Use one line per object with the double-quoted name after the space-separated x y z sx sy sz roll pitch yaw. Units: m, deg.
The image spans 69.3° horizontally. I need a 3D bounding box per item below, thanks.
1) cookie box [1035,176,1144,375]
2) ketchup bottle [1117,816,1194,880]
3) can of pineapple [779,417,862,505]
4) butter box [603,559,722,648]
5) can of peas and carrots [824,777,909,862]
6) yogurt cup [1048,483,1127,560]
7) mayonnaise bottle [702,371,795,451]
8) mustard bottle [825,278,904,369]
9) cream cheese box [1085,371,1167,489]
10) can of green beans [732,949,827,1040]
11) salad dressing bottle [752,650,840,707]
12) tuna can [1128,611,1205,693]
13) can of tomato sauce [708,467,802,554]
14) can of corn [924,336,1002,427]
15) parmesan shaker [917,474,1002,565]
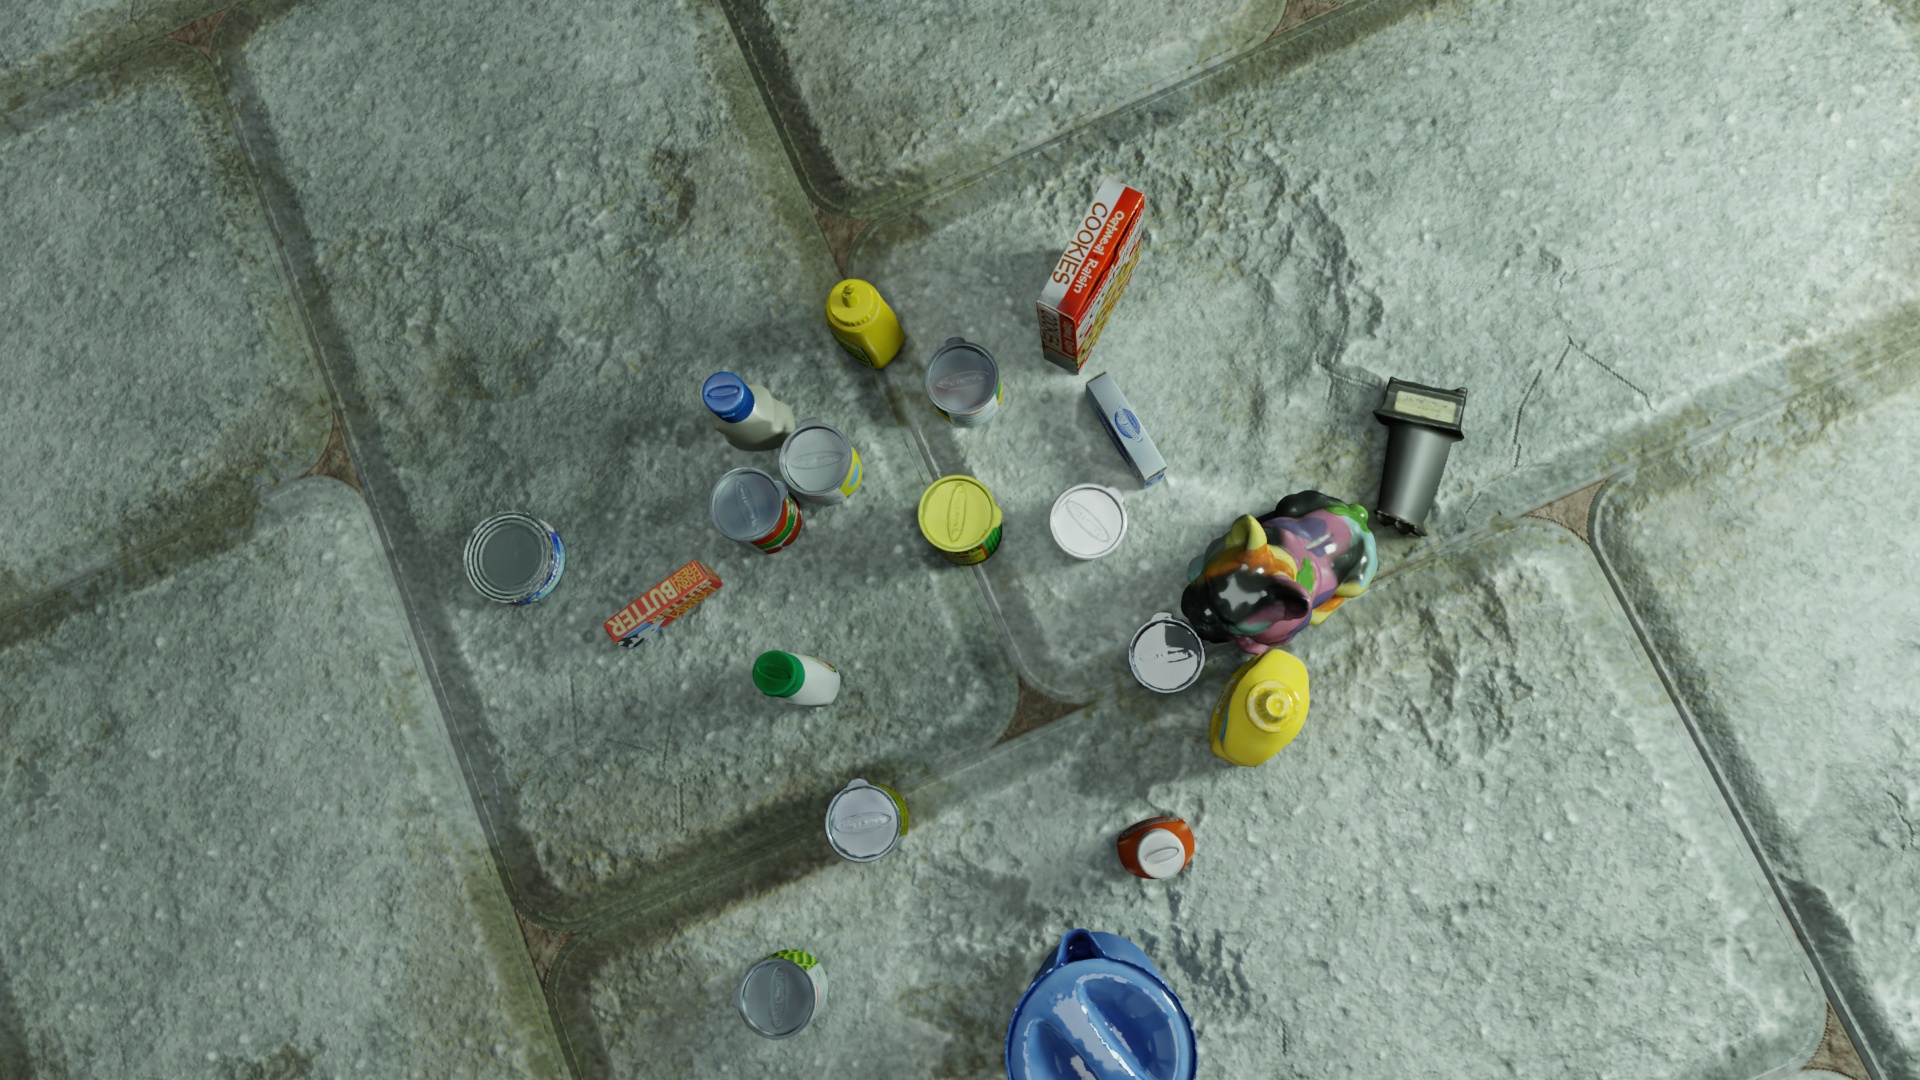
0.114 -0.224 1.204 0.040 0.167 0.123 27 85 9 "cookie box"
0.161 0.252 1.132 0.065 0.148 0.043 -18 80 3 "ketchup bottle"
-0.125 -0.070 1.257 0.071 0.058 0.071 -1 81 5 "can of pineapple"
-0.267 0.057 1.252 0.103 0.053 0.024 -35 80 -1 "butter box"
-0.081 0.240 1.202 0.071 0.058 0.071 -1 81 5 "can of peas and carrots"
0.113 -0.013 1.227 0.072 0.054 0.072 -1 81 5 "yogurt cup"
-0.190 -0.113 1.224 0.065 0.148 0.041 -9 81 4 "mayonnaise bottle"
-0.090 -0.196 1.222 0.065 0.160 0.049 35 86 9 "mustard bottle"
0.147 -0.097 1.238 0.024 0.053 0.104 -30 80 0 "cream cheese box"
-0.151 0.386 1.185 0.071 0.057 0.071 -1 81 5 "can of green beans"
-0.142 0.117 1.182 0.064 0.147 0.044 17 83 8 "salad dressing bottle"
0.179 0.099 1.214 0.071 0.033 0.071 -1 81 5 "tuna can"
-0.180 -0.026 1.242 0.071 0.083 0.071 -1 81 5 "can of tomato sauce"
0.004 -0.142 1.256 0.071 0.058 0.071 -1 81 5 "can of corn"
0.004 -0.015 1.213 0.071 0.103 0.071 -1 81 5 "parmesan shaker"
